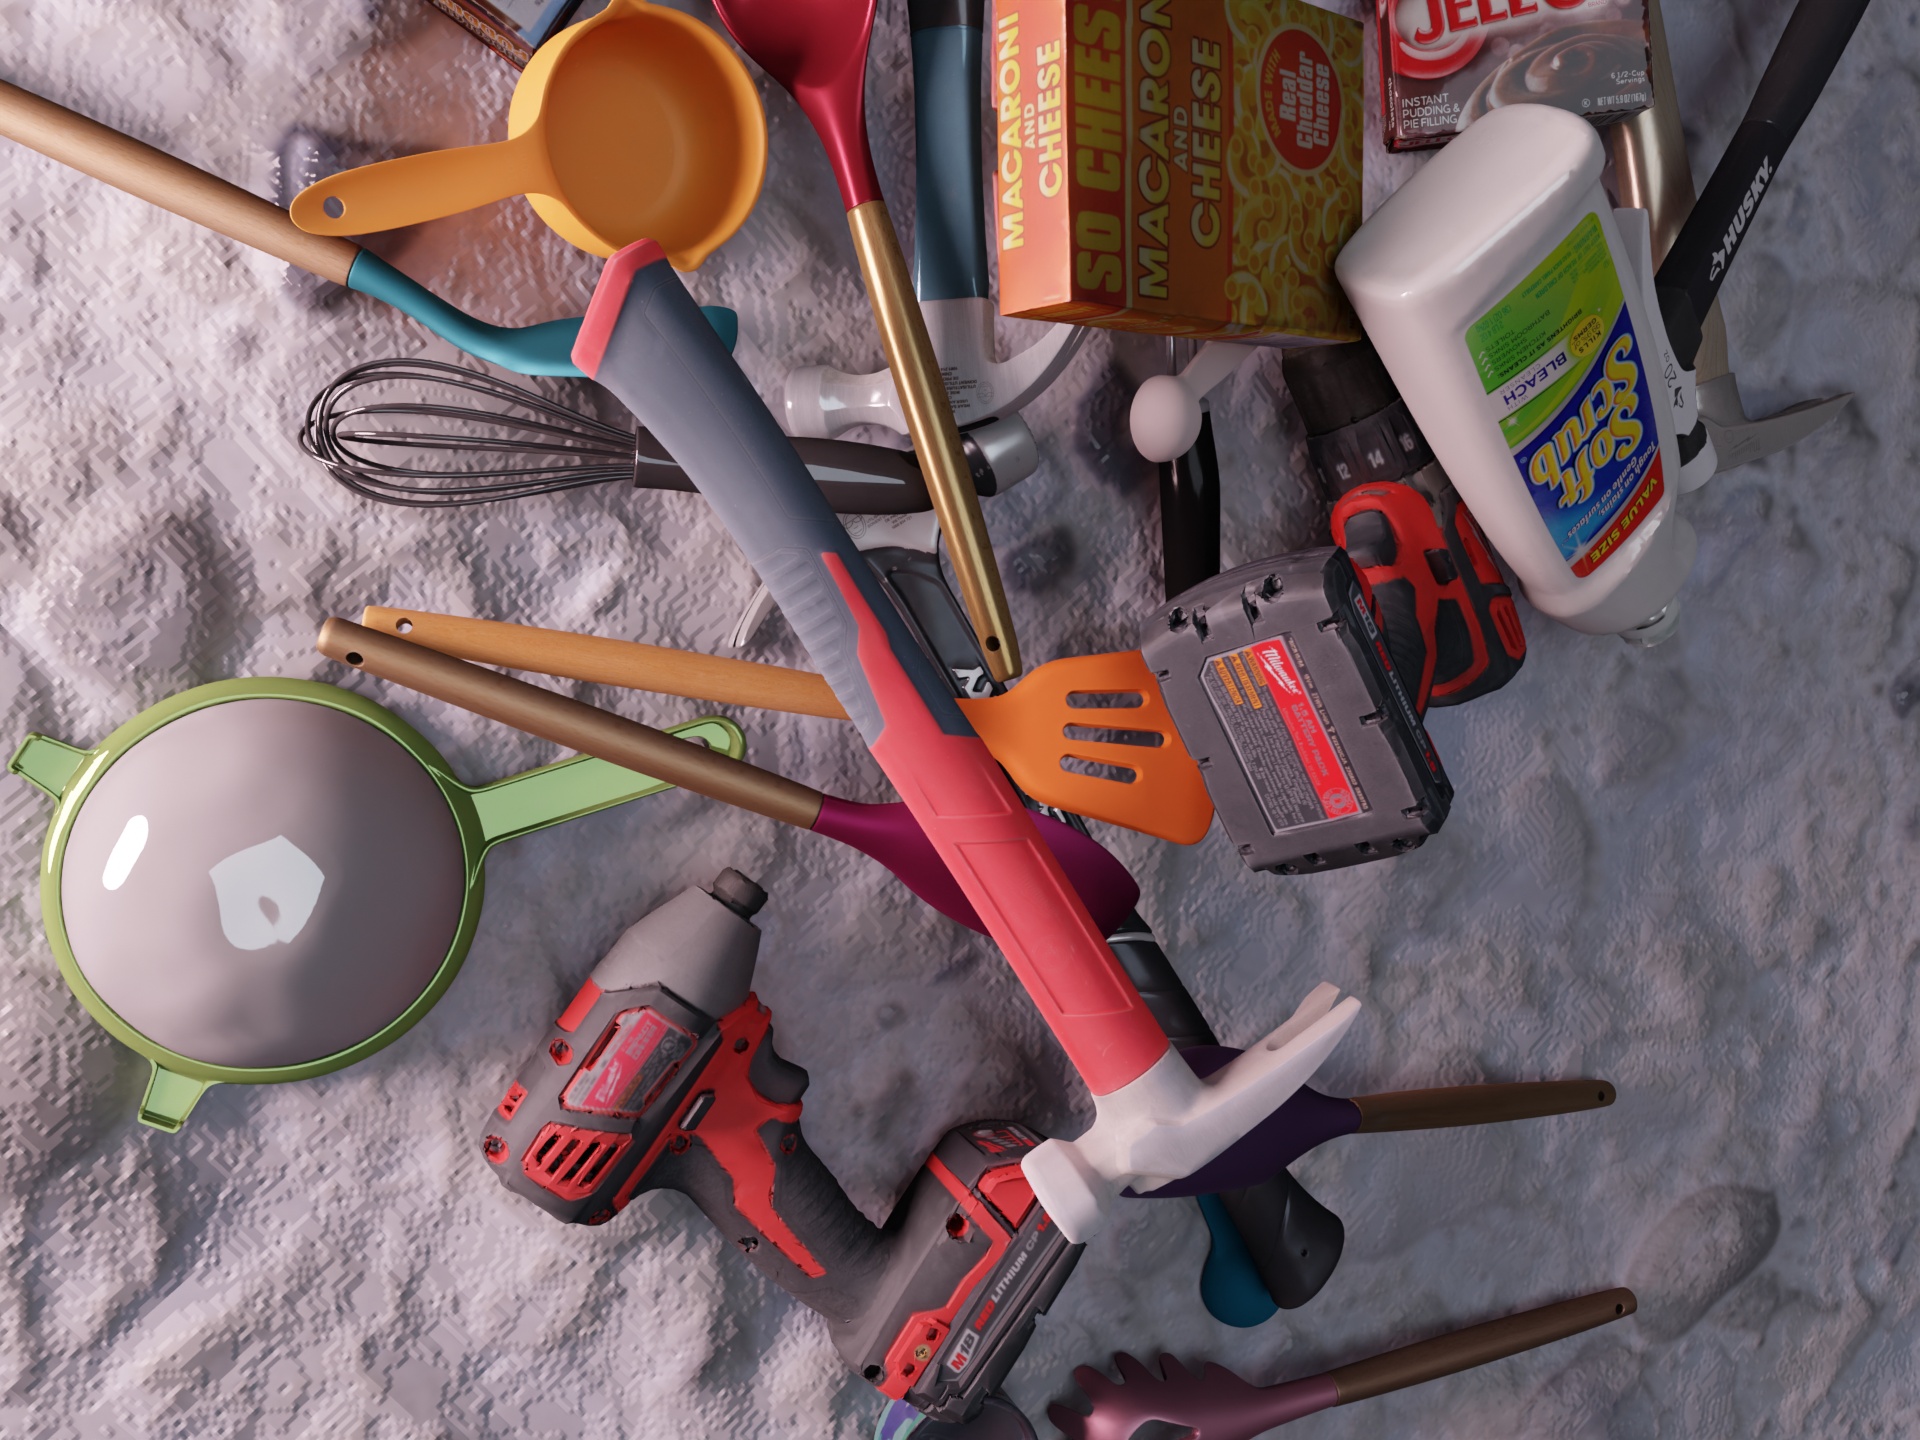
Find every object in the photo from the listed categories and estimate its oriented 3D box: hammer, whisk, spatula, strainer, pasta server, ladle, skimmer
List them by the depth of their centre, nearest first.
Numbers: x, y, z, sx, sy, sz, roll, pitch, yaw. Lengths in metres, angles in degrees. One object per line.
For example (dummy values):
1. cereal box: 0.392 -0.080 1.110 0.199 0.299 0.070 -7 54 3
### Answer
1. spatula: -0.235 -0.181 0.559 0.317 0.082 0.044 22 118 -15
2. hammer: -0.001 -0.002 0.569 0.143 0.038 0.386 -34 103 -9
3. strainer: -0.196 0.045 0.574 0.256 0.069 0.151 -18 99 -16
4. ladle: -0.027 -0.166 0.591 0.069 0.031 0.315 -16 93 26
5. whisk: -0.120 -0.098 0.593 0.239 0.055 0.055 4 92 -14
6. spatula: -0.056 -0.012 0.599 0.322 0.041 0.081 9 81 -15
7. hammer: -0.007 -0.276 0.607 0.128 0.033 0.331 0 95 13
8. hammer: 0.054 0.079 0.673 0.149 0.036 0.409 -32 100 -14
9. skimmer: 0.082 -0.197 0.680 0.127 0.090 0.363 -9 106 -15
10. spatula: 0.191 0.172 0.709 0.315 0.018 0.060 6 81 -33
11. hammer: 0.367 -0.277 0.720 0.146 0.035 0.335 44 71 -40
12. pasta server: 0.191 0.306 0.750 0.316 0.040 0.060 -5 95 -23
13. hammer: 0.325 -0.321 0.755 0.146 0.038 0.410 -18 99 -19

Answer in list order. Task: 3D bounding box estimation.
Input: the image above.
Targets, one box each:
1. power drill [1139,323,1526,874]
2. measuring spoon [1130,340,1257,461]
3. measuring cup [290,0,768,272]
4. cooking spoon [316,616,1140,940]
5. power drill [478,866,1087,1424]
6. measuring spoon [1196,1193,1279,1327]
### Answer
1. power drill: 0.156 -0.062 0.644 0.227 0.080 0.187 -43 110 -51
2. measuring spoon: 0.112 -0.150 0.644 0.124 0.018 0.034 -48 126 -21
3. measuring cup: -0.156 -0.199 0.568 0.173 0.052 0.095 -23 115 -26
4. cooking spoon: -0.078 0.026 0.591 0.318 0.017 0.068 21 126 -15
5. power drill: -0.060 0.165 0.628 0.219 0.078 0.143 36 81 -15
6. measuring spoon: 0.120 0.219 0.720 0.042 0.021 0.128 -21 101 -17
